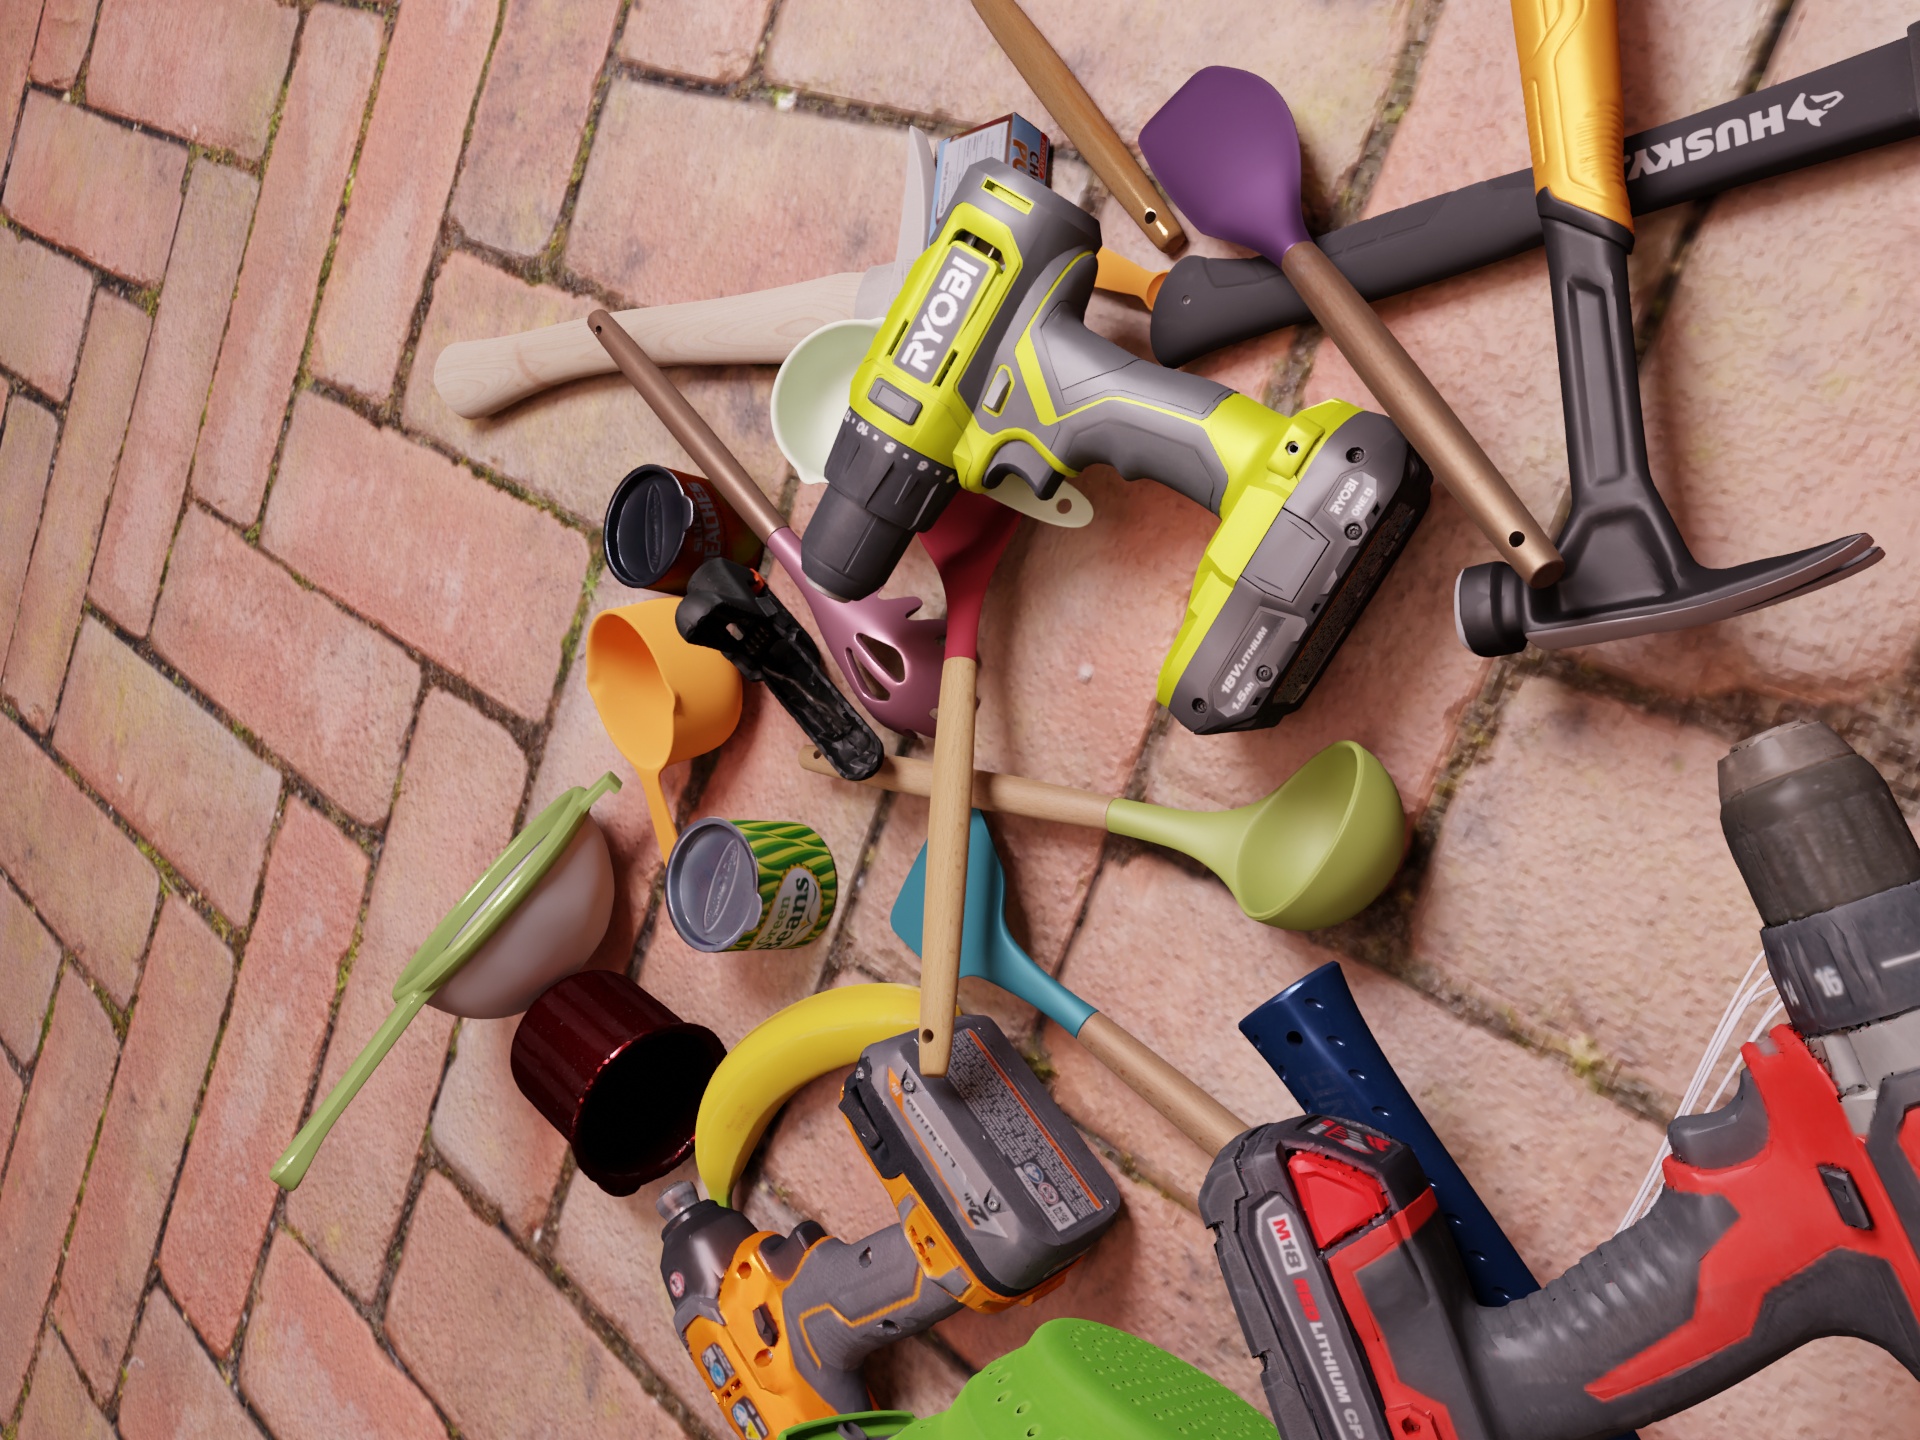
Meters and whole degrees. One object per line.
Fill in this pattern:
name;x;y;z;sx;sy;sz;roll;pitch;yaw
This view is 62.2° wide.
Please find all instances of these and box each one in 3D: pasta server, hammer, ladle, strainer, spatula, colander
pasta server;-0.101;-0.109;0.807;0.316;0.040;0.060;50;115;25
hammer;0.217;-0.195;0.539;0.127;0.034;0.337;-11;77;39
hammer;0.217;-0.185;0.583;0.335;0.035;0.146;-9;79;38
hammer;0.213;0.261;0.493;0.144;0.035;0.406;-45;68;34
ladle;-0.001;-0.002;0.699;0.069;0.031;0.316;-12;62;33
ladle;0.039;0.030;0.683;0.320;0.062;0.078;9;62;39
strainer;-0.256;0.148;0.839;0.151;0.069;0.256;-31;23;48
spatula;0.079;0.142;0.668;0.318;0.044;0.082;37;106;30
colander;0.120;0.310;0.522;0.397;0.204;0.094;25;87;33
hammer;-0.167;-0.225;0.896;0.411;0.038;0.146;4;86;39
spatula;0.139;-0.161;0.594;0.059;0.018;0.316;-41;47;23

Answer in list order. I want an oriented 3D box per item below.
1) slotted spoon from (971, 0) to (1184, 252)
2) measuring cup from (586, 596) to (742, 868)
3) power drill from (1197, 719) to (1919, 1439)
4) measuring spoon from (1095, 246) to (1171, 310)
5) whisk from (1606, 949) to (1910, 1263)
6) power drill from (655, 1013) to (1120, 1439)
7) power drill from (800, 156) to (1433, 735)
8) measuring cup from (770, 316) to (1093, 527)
slotted spoon;0.024;-0.334;0.760;0.070;0.031;0.314;-42;63;27
measuring cup;-0.145;0.018;0.850;0.095;0.052;0.173;7;114;50
power drill;0.187;0.120;0.449;0.226;0.080;0.188;-25;74;20
measuring spoon;0.060;-0.208;0.729;0.117;0.011;0.021;34;103;40
whisk;0.226;0.178;0.527;0.070;0.070;0.284;45;117;33
power drill;-0.051;0.234;0.718;0.164;0.084;0.226;51;119;23
power drill;0.050;-0.092;0.641;0.229;0.080;0.190;35;106;20
measuring cup;-0.009;-0.123;0.723;0.168;0.038;0.083;28;96;18
